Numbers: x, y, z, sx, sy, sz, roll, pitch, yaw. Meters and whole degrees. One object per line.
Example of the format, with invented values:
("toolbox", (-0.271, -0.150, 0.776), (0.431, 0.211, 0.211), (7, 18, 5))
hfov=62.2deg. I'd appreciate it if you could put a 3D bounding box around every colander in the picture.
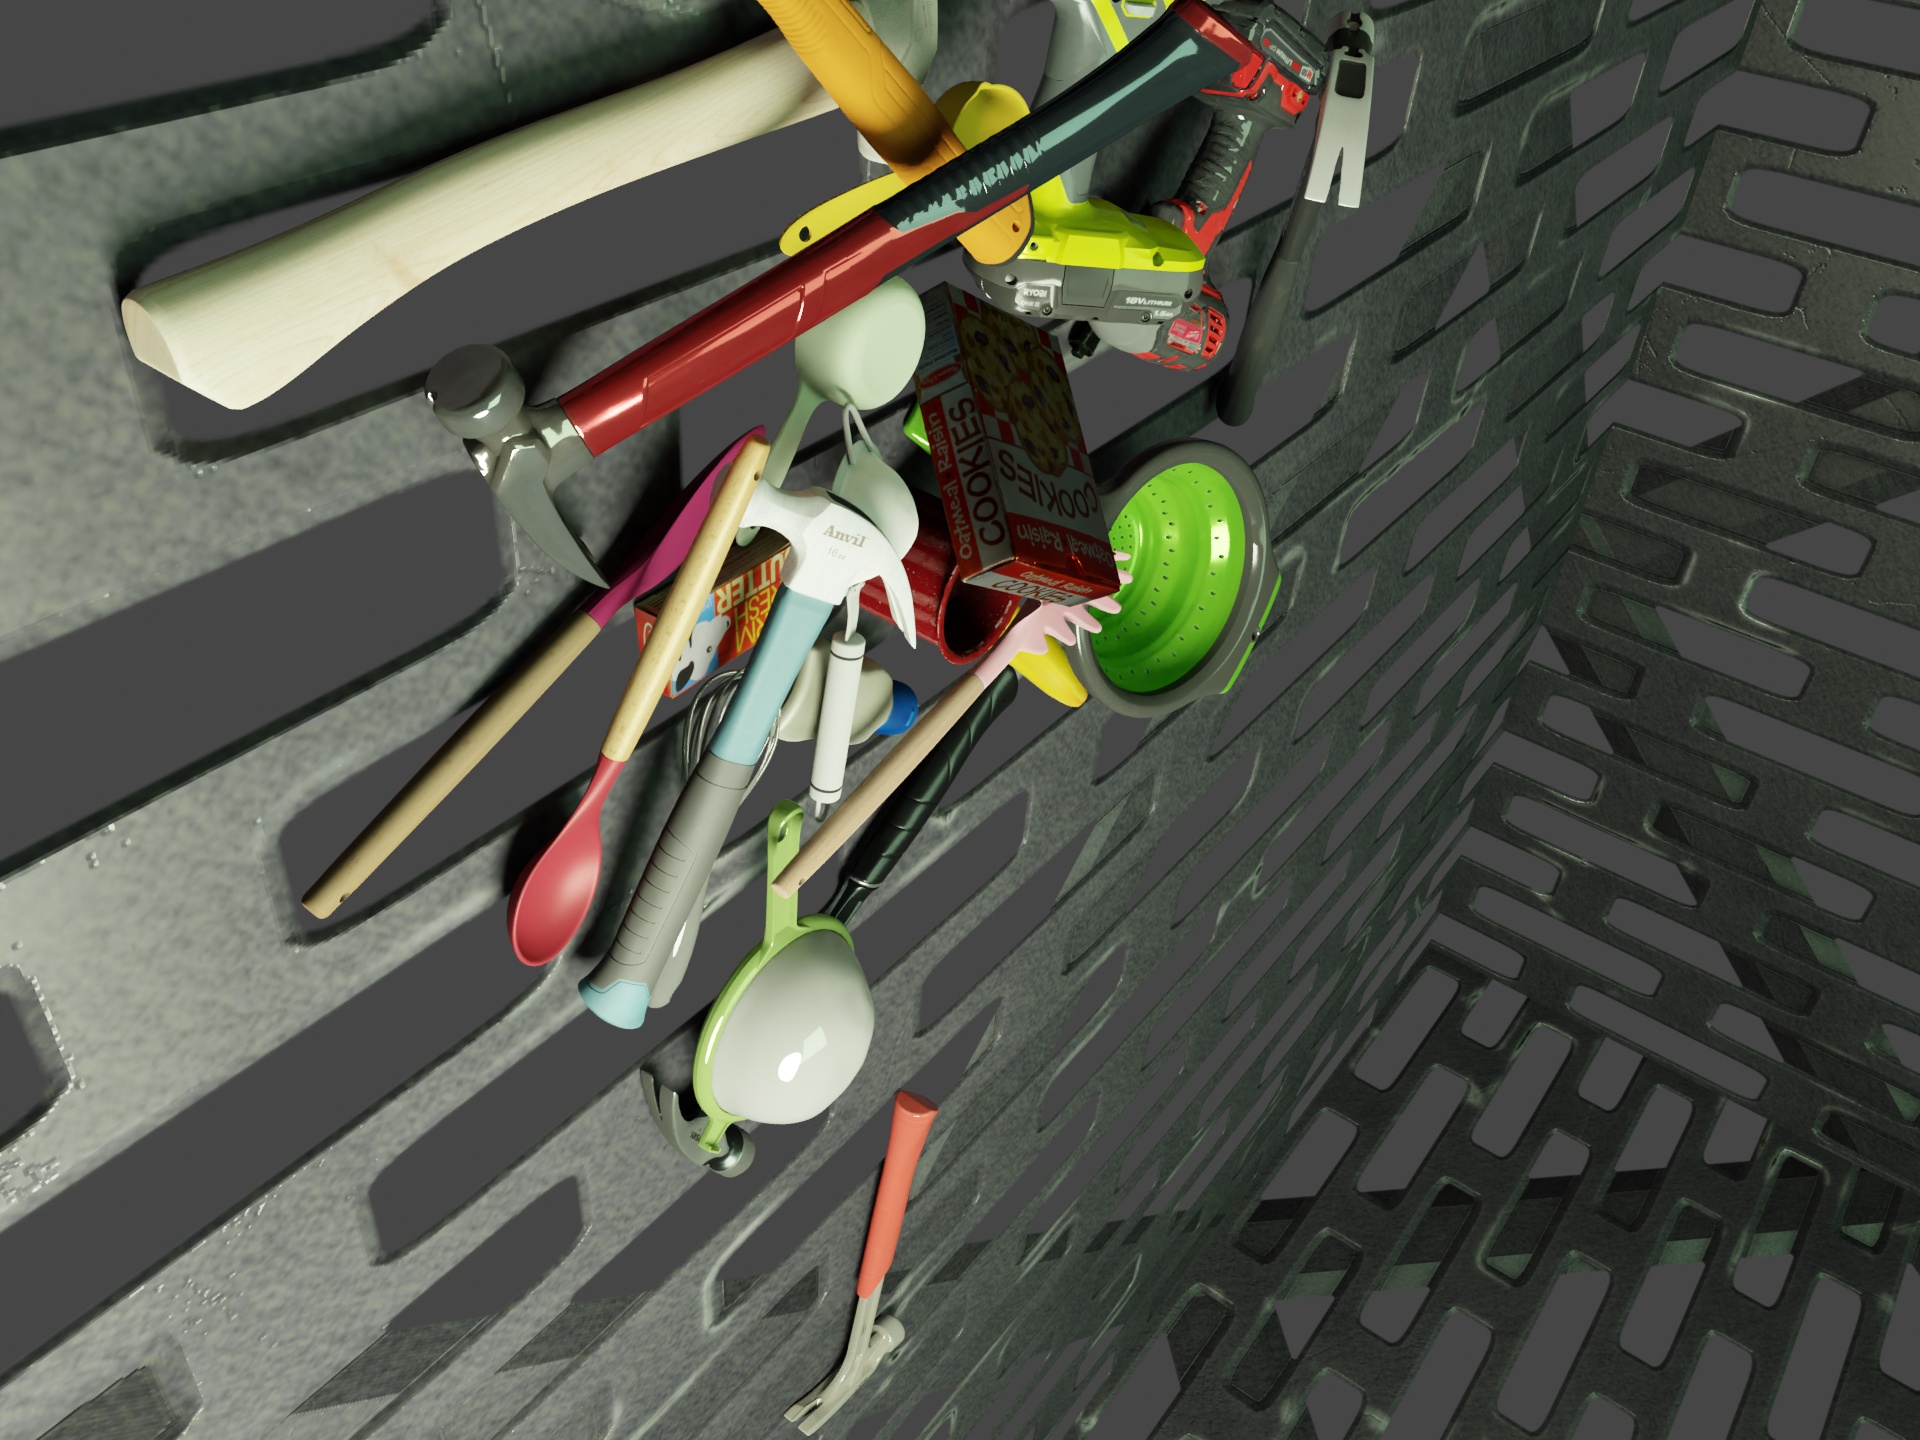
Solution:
("colander", (0.076, -0.136, 1.108), (0.396, 0.095, 0.204), (25, 90, -46))

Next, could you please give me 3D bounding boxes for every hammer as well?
("hammer", (-0.079, 0.123, 1.108), (0.409, 0.036, 0.149), (-56, 152, -15))
("hammer", (-0.078, 0.483, 1.440), (0.149, 0.037, 0.358), (-28, 138, -50))
("hammer", (-0.037, -0.199, 0.710), (0.386, 0.038, 0.143), (-32, 152, -5))
("hammer", (0.235, -0.328, 1.155), (0.334, 0.035, 0.146), (100, 1, -62))
("hammer", (-0.146, -0.242, 0.645), (0.411, 0.038, 0.146), (-41, 145, -36))
("hammer", (-0.129, 0.029, 0.848), (0.128, 0.033, 0.331), (16, 113, -30))
("hammer", (-0.067, -0.289, 0.656), (0.336, 0.034, 0.127), (34, 78, -50))

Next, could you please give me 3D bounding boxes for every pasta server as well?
("pasta server", (-0.002, -0.003, 0.983), (0.316, 0.040, 0.060), (-47, 149, -24))

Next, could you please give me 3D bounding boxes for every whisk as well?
("whisk", (-0.150, 0.072, 0.919), (0.055, 0.055, 0.239), (-19, 134, -54))

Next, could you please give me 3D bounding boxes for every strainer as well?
("strainer", (-0.095, 0.163, 1.004), (0.151, 0.069, 0.256), (-35, 142, -43))
("strainer", (-0.059, -0.049, 0.890), (0.087, 0.050, 0.258), (-52, 157, -57))

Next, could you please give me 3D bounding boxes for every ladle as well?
("ladle", (-0.160, -0.003, 0.781), (0.315, 0.031, 0.069), (-60, 167, 26))

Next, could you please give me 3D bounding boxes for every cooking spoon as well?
("cooking spoon", (-0.196, -0.031, 0.765), (0.319, 0.017, 0.068), (-51, 176, -20))

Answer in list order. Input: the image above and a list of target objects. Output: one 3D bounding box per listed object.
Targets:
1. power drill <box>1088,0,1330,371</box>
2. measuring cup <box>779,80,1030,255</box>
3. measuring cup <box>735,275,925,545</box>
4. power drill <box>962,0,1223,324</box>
("power drill", (0.144, -0.339, 1.012), (0.143, 0.079, 0.219), (0, 113, -54))
("measuring cup", (-0.031, -0.262, 0.768), (0.156, 0.029, 0.062), (-34, 136, -24))
("measuring cup", (-0.070, -0.164, 0.850), (0.167, 0.038, 0.083), (-64, 154, -2))
("power drill", (0.091, -0.337, 0.866), (0.171, 0.080, 0.223), (0, 126, -15))
